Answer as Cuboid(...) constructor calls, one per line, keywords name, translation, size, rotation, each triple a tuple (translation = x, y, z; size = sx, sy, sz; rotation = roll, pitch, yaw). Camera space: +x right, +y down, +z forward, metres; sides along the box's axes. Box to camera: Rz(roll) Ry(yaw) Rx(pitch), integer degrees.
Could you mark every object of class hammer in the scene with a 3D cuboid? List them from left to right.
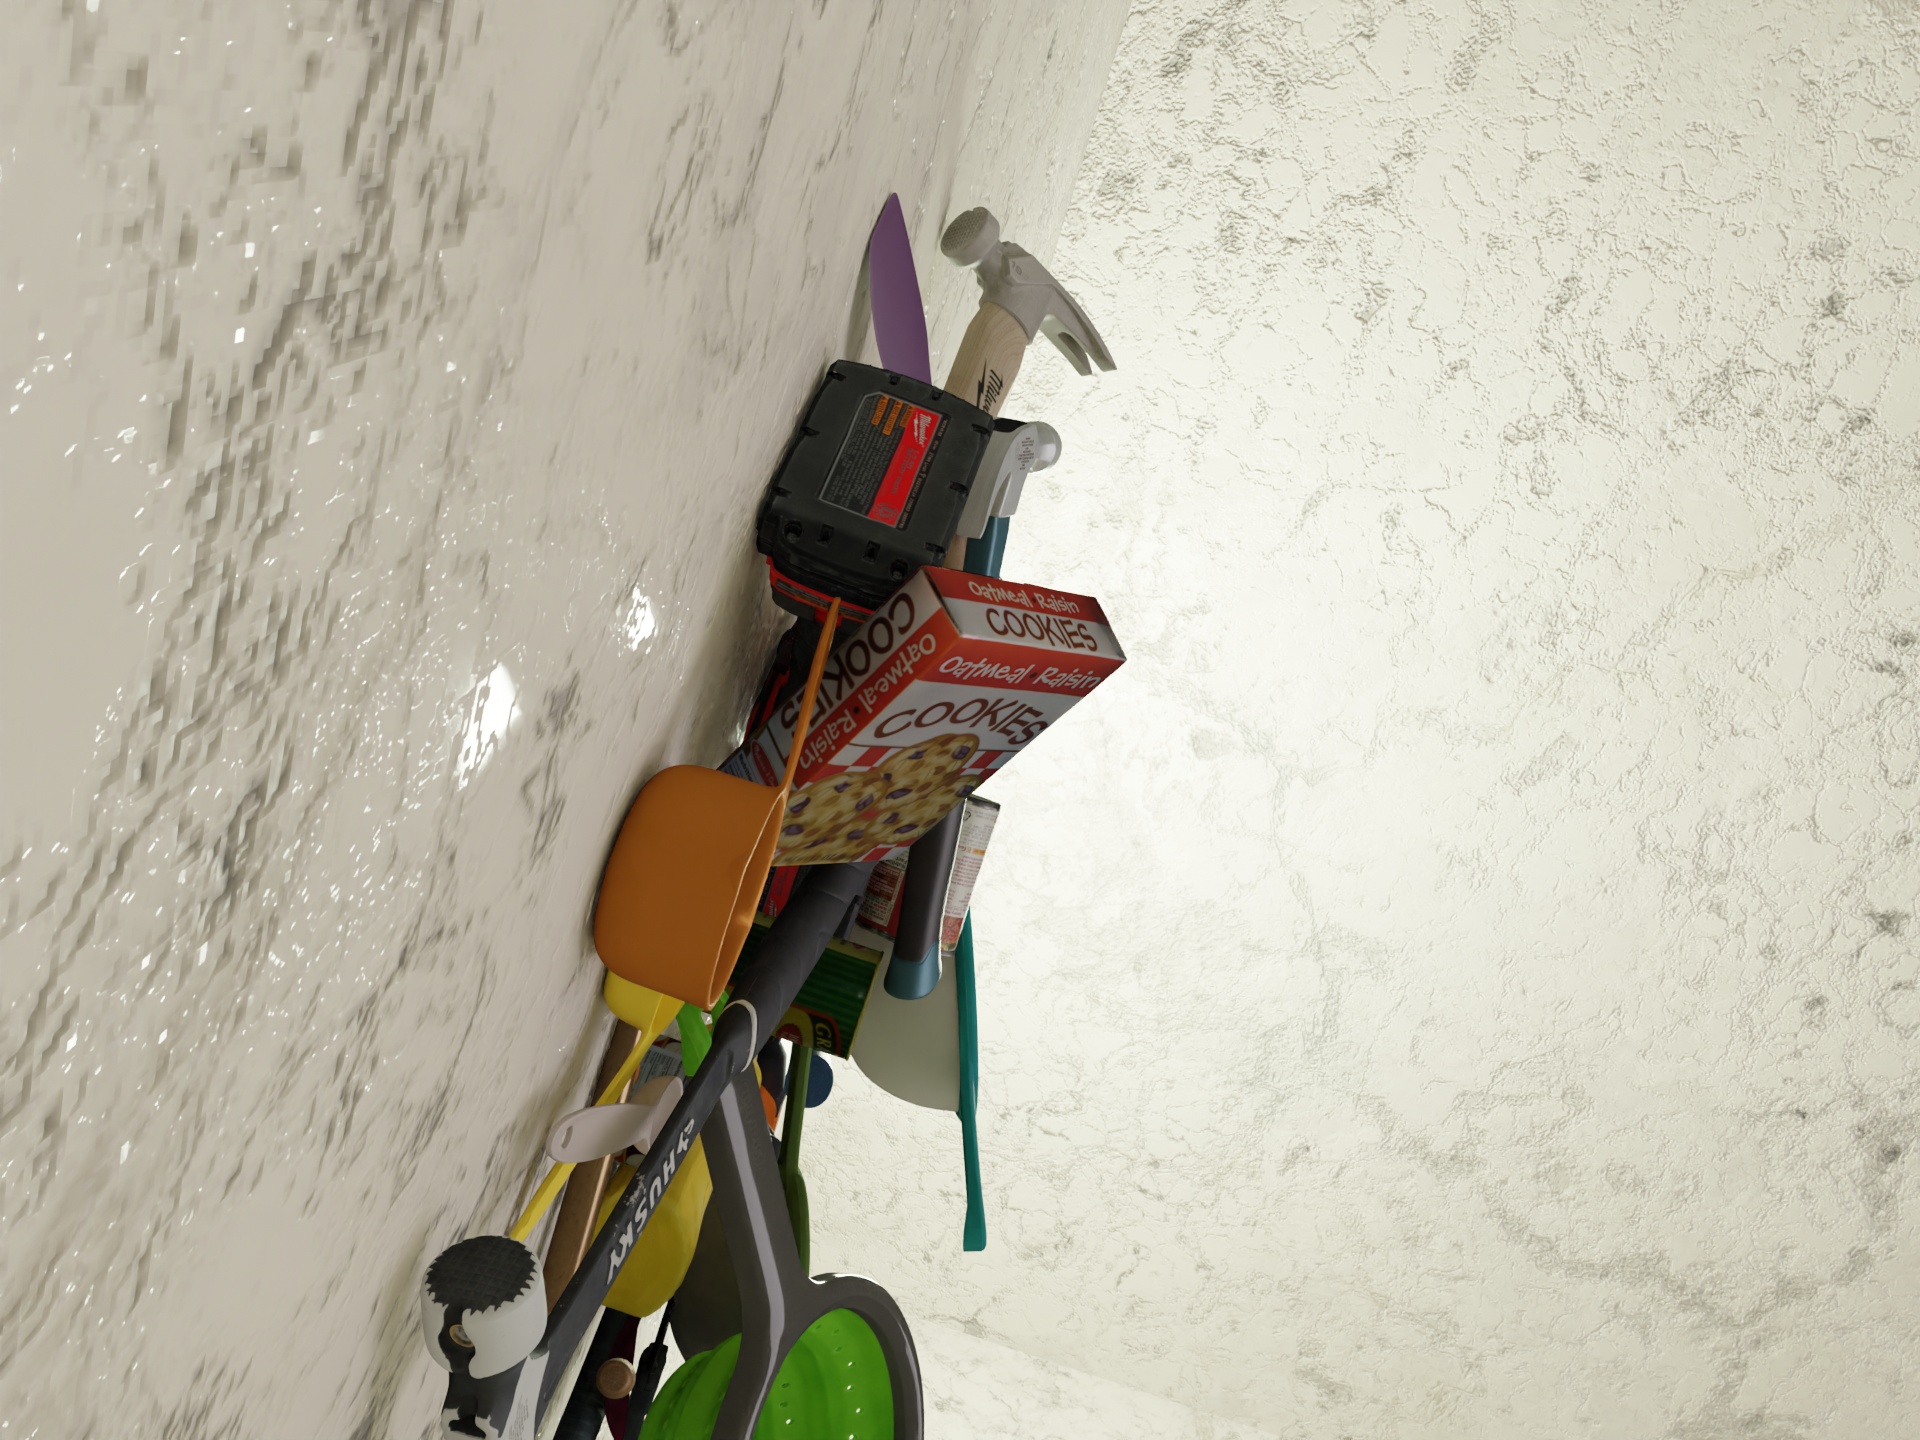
Cuboid(name="hammer", translation=(-0.238, 0.456, 0.919), size=(0.143, 0.038, 0.387), rotation=(109, -1, -50))
Cuboid(name="hammer", translation=(-0.100, 0.150, 0.667), size=(0.409, 0.036, 0.149), rotation=(-60, 156, -61))
Cuboid(name="hammer", translation=(-0.118, 0.188, 1.292), size=(0.406, 0.035, 0.144), rotation=(-99, -154, -70))
Cuboid(name="hammer", translation=(-0.022, -0.103, 0.953), size=(0.038, 0.146, 0.411), rotation=(1, -118, 47))
Cuboid(name="hammer", translation=(-0.001, -0.003, 0.890), size=(0.128, 0.033, 0.331), rotation=(-24, 126, -68))

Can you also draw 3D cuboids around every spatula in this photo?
Cuboid(name="spatula", translation=(-0.014, -0.134, 0.844), size=(0.315, 0.018, 0.060), rotation=(76, 27, -53))

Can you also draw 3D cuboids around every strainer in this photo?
Cuboid(name="strainer", translation=(-0.133, 0.289, 0.963), size=(0.151, 0.069, 0.256), rotation=(-175, -87, -74))
Cuboid(name="strainer", translation=(-0.038, 0.220, 1.087), size=(0.341, 0.095, 0.210), rotation=(-96, -175, -56))

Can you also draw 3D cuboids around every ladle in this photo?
Cuboid(name="ladle", translation=(-0.178, 0.292, 0.709), size=(0.078, 0.062, 0.320), rotation=(86, 20, -88))

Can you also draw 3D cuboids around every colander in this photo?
Cuboid(name="colander", translation=(-0.118, 0.311, 0.797), size=(0.204, 0.094, 0.397), rotation=(-39, 123, -59))

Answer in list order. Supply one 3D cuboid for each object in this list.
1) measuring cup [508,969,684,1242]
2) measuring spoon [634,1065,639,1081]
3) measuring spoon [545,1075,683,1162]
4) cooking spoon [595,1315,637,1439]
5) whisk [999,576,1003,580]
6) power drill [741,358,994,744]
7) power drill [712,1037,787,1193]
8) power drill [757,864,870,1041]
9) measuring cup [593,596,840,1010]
Cuboid(name="measuring cup", translation=(-0.149, 0.140, 0.646), size=(0.156, 0.029, 0.062), rotation=(-59, 173, -20))
Cuboid(name="measuring spoon", translation=(-0.170, 0.199, 0.750), size=(0.021, 0.011, 0.117), rotation=(53, -51, 53))
Cuboid(name="measuring spoon", translation=(-0.139, 0.157, 0.623), size=(0.124, 0.018, 0.034), rotation=(41, 63, -76))
Cuboid(name="cooking spoon", translation=(-0.168, 0.322, 0.780), size=(0.318, 0.017, 0.069), rotation=(117, -22, -65))
Cuboid(name="whisk", translation=(0.000, -0.128, 1.085), size=(0.059, 0.058, 0.246), rotation=(-54, 141, -33))
Cuboid(name="power drill", translation=(-0.054, -0.059, 0.767), size=(0.219, 0.078, 0.143), rotation=(113, -3, -55))
Cuboid(name="power drill", translation=(-0.168, 0.308, 1.158), size=(0.226, 0.084, 0.164), rotation=(-131, -123, -86))
Cuboid(name="power drill", translation=(-0.114, 0.132, 1.074), size=(0.226, 0.080, 0.188), rotation=(128, -19, -82))
Cuboid(name="measuring cup", translation=(-0.093, 0.023, 0.619), size=(0.095, 0.052, 0.174), rotation=(107, 0, -70))
